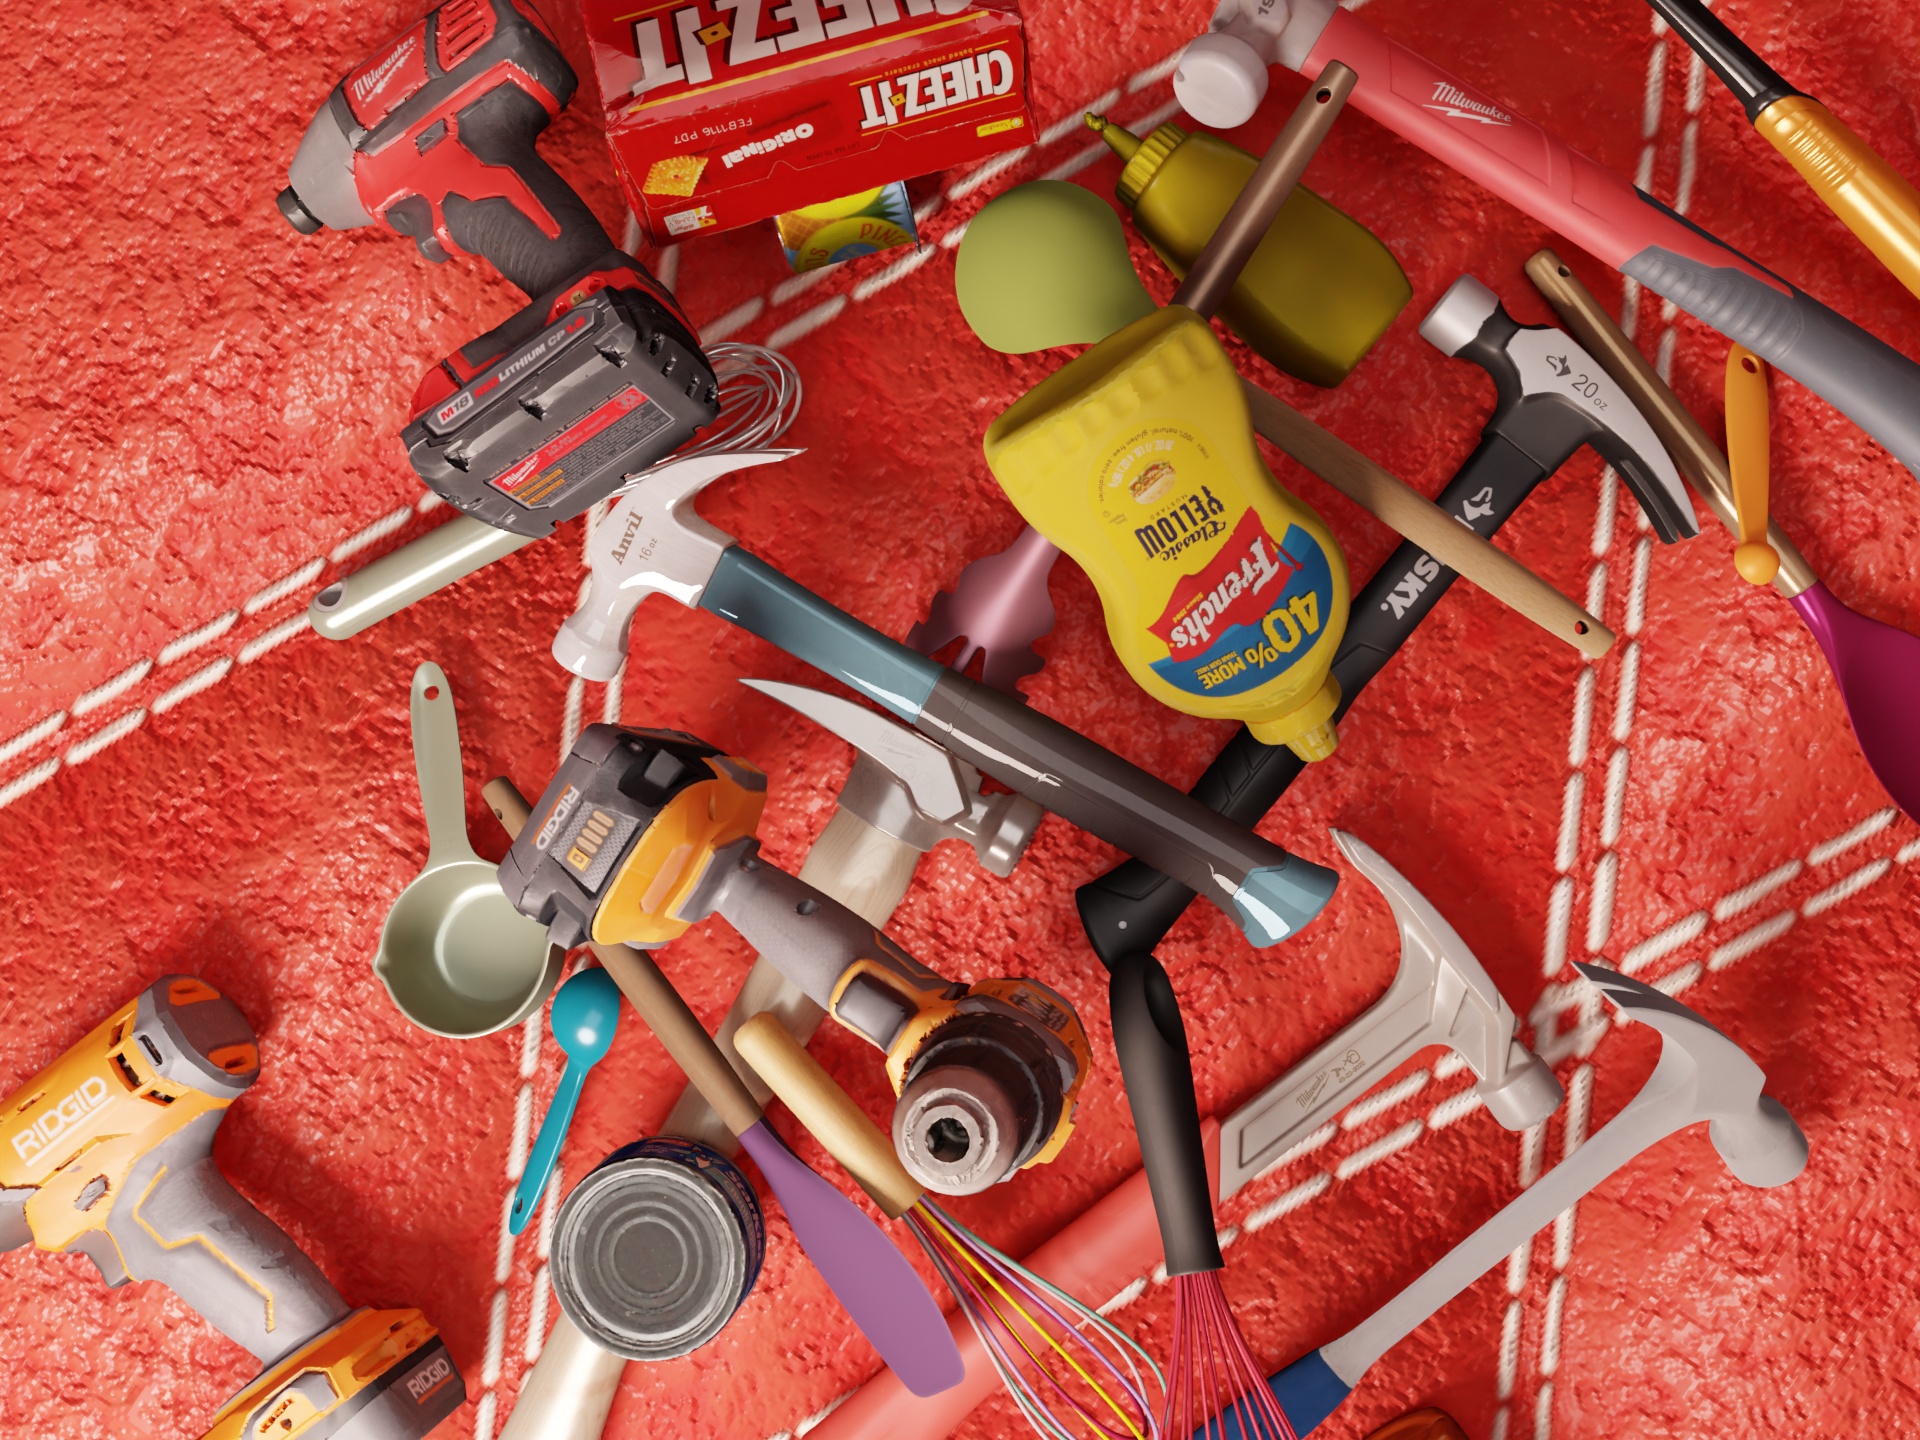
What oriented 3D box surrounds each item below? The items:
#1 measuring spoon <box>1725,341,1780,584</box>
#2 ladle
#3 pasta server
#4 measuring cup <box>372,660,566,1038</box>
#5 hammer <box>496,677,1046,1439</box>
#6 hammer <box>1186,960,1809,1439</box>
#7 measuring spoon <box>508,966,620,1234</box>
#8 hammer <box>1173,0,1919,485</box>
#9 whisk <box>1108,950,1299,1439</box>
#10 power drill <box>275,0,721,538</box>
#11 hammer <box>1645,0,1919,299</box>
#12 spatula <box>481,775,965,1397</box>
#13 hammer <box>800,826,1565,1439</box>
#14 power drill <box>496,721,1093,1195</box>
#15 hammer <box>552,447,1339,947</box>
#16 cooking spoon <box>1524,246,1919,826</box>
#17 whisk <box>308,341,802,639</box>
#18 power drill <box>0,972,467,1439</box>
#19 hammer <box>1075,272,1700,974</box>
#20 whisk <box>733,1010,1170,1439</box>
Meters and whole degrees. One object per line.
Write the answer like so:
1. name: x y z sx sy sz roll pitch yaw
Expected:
1. measuring spoon: 0.339 -0.113 0.678 0.021 0.011 0.117 10 73 -12
2. ladle: 0.133 -0.123 0.668 0.320 0.062 0.078 36 95 6
3. pasta server: 0.063 -0.119 0.647 0.060 0.040 0.316 34 107 4
4. measuring cup: -0.220 0.057 0.707 0.083 0.038 0.168 -12 78 4
5. hammer: -0.123 0.181 0.697 0.146 0.038 0.410 29 91 4
6. hammer: 0.162 0.260 0.665 0.405 0.035 0.144 -41 116 5
7. measuring spoon: -0.183 0.168 0.699 0.021 0.042 0.128 17 97 -36
8. hammer: 0.286 -0.223 0.677 0.386 0.038 0.143 31 72 -1
9. whisk: 0.096 0.236 0.622 0.073 0.073 0.296 -10 72 2
10. power drill: -0.203 -0.194 0.667 0.143 0.078 0.220 -31 70 9
11. hammer: 0.360 -0.234 0.661 0.337 0.034 0.127 42 50 -2
12. spatula: -0.102 0.148 0.663 0.316 0.018 0.059 51 134 8
13. hammer: 0.075 0.207 0.687 0.359 0.036 0.149 -38 87 1
14. power drill: -0.056 0.090 0.586 0.226 0.185 0.084 33 93 9
15. hammer: -0.001 -0.002 0.649 0.331 0.033 0.128 30 108 3
16. cooking spoon: 0.348 -0.078 0.689 0.069 0.017 0.319 -37 87 -14
17. whisk: -0.181 -0.097 0.704 0.246 0.059 0.058 -27 51 6
18. power drill: -0.339 0.246 0.686 0.164 0.084 0.226 -37 83 2
19. hammer: 0.169 -0.020 0.688 0.146 0.035 0.335 39 91 3
20. whisk: -0.004 0.212 0.651 0.051 0.047 0.245 -44 85 3
